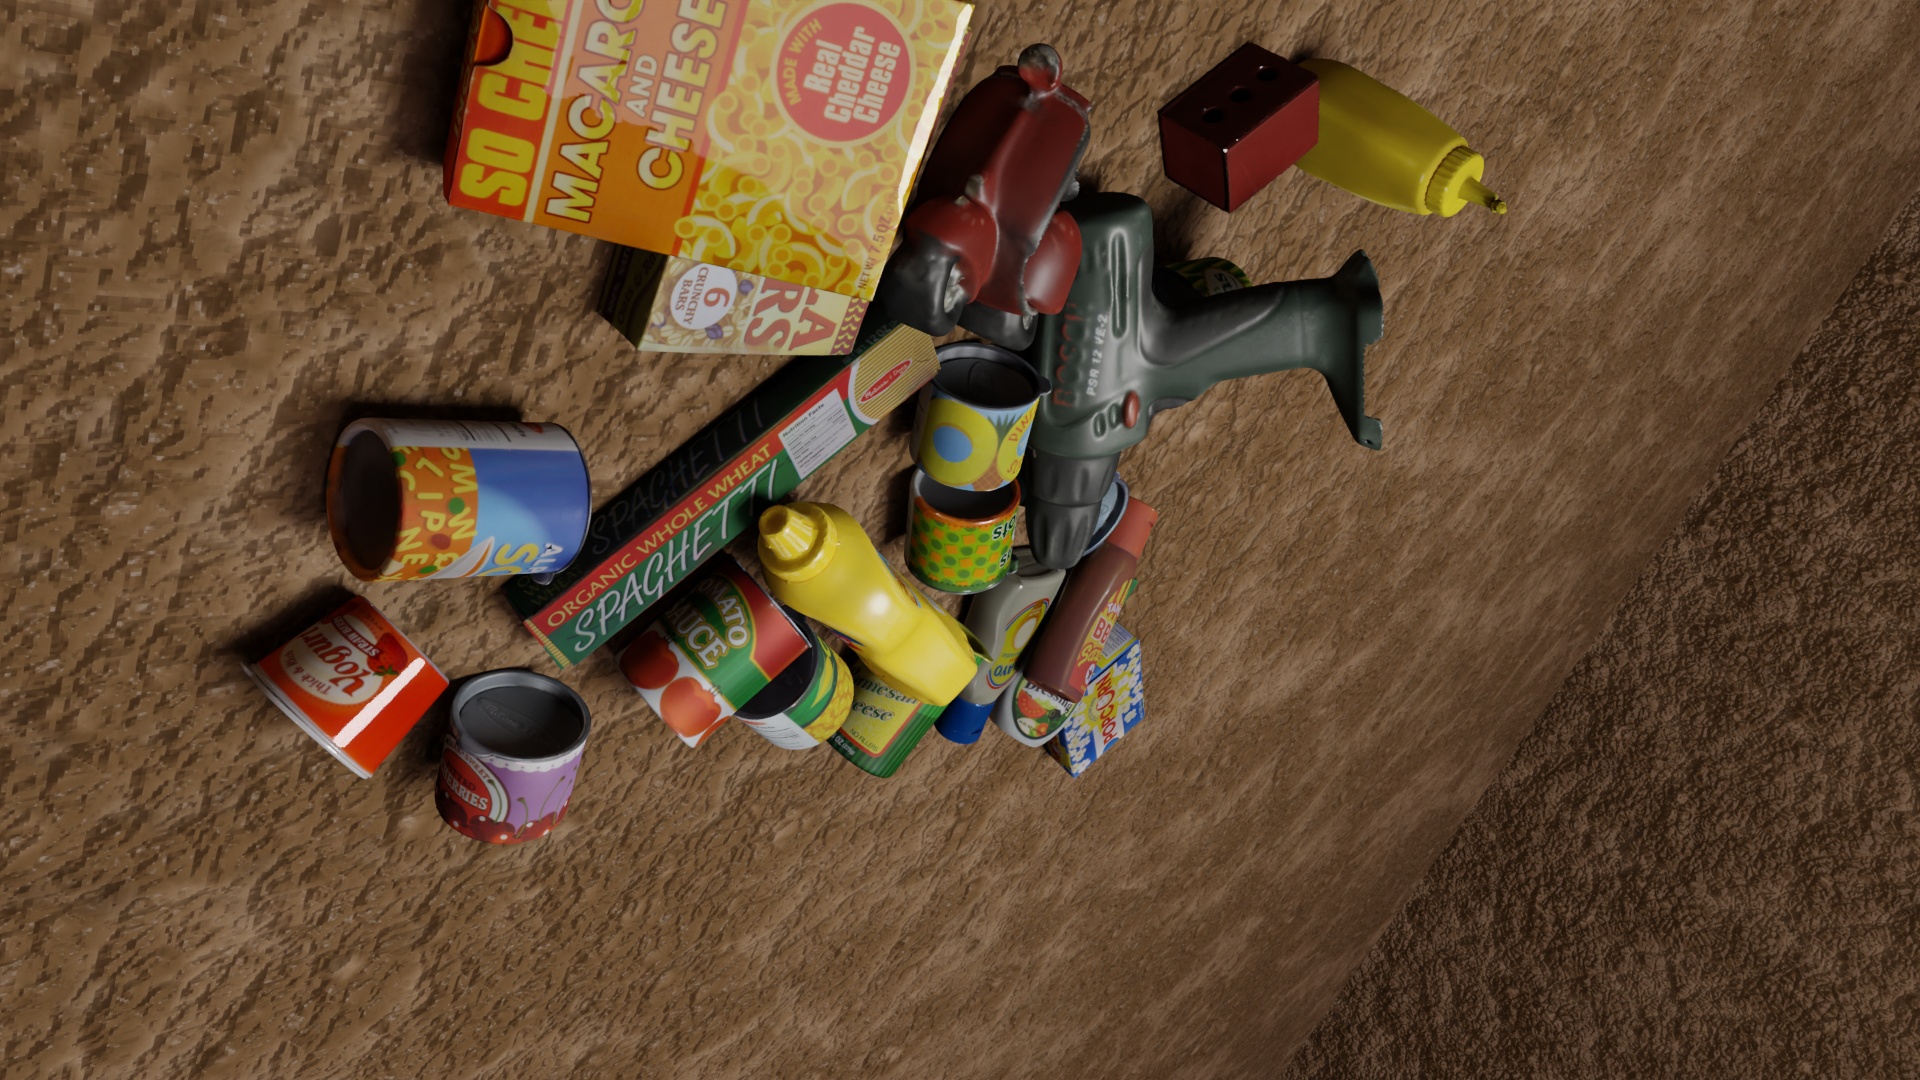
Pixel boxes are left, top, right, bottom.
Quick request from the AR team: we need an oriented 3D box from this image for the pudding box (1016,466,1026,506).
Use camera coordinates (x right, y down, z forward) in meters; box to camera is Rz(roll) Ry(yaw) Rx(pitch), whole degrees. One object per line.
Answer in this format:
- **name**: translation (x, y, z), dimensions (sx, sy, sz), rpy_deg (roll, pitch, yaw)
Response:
- **pudding box**: translation (0.059, -0.061, 0.883), dimensions (0.050, 0.030, 0.083), rpy_deg (9, 117, -55)

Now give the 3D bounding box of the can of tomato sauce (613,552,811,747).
- **can of tomato sauce**: translation (-0.133, 0.058, 0.743), dimensions (0.083, 0.071, 0.071), rpy_deg (-42, 147, -10)

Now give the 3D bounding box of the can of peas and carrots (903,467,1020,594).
- **can of peas and carrots**: translation (0.003, -0.010, 0.831), dimensions (0.071, 0.071, 0.058), rpy_deg (-26, 141, -31)

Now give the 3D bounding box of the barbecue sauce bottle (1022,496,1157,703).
- **barbecue sauce bottle**: translation (0.094, 0.040, 0.986), dimensions (0.149, 0.044, 0.064), rpy_deg (-65, 159, -9)

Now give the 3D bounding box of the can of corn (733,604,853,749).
- **can of corn**: translation (-0.101, 0.080, 0.806), dimensions (0.071, 0.071, 0.058), rpy_deg (-44, 149, -7)

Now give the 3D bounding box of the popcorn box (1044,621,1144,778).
- **popcorn box**: translation (0.106, 0.128, 1.134), dimensions (0.085, 0.038, 0.126), rpy_deg (-38, 146, -18)

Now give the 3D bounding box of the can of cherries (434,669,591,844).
- **can of cherries**: translation (-0.223, 0.107, 0.684), dimensions (0.072, 0.071, 0.058), rpy_deg (-10, 133, -45)

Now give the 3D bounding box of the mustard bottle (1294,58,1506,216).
- **mustard bottle**: translation (0.256, -0.229, 0.821), dimensions (0.049, 0.160, 0.065), rpy_deg (-41, 148, -15)

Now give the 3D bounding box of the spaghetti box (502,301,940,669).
- **spaghetti box**: translation (-0.116, -0.033, 0.702), dimensions (0.251, 0.029, 0.050), rpy_deg (-40, 147, -14)

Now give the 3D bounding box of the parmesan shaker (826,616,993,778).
- **parmesan shaker**: translation (-0.037, 0.095, 0.892), dimensions (0.103, 0.071, 0.071), rpy_deg (-53, 148, 6)

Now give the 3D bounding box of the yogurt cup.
- **yogurt cup**: translation (-0.259, 0.061, 0.596), dimensions (0.054, 0.072, 0.072), rpy_deg (-46, 149, -19)

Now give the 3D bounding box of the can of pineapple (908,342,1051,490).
- **can of pineapple**: translation (0.009, -0.069, 0.778), dimensions (0.071, 0.071, 0.057), rpy_deg (-21, 140, -37)

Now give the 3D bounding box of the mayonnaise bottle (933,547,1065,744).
- **mayonnaise bottle**: translation (0.022, 0.076, 0.972), dimensions (0.065, 0.041, 0.147), rpy_deg (-14, 134, -49)

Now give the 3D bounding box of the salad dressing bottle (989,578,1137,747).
- **salad dressing bottle**: translation (0.078, 0.082, 1.039), dimensions (0.064, 0.044, 0.147), rpy_deg (31, 93, -22)

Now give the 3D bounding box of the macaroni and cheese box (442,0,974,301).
- **macaroni and cheese box**: translation (-0.094, -0.167, 0.514), dimensions (0.167, 0.040, 0.123), rpy_deg (8, 119, -26)

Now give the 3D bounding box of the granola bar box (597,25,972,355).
- **granola bar box**: translation (-0.076, -0.161, 0.605), dimensions (0.124, 0.039, 0.164), rpy_deg (-7, 130, -47)

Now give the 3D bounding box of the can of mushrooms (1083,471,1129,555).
- **can of mushrooms**: translation (0.081, -0.025, 0.945), dimensions (0.071, 0.033, 0.070), rpy_deg (-31, 144, -26)

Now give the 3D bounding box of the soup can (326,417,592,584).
- **soup can**: translation (-0.207, -0.014, 0.574), dimensions (0.084, 0.071, 0.071), rpy_deg (-3, 126, -48)

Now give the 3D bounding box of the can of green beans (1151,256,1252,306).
- **can of green beans**: translation (0.142, -0.141, 0.864), dimensions (0.058, 0.071, 0.071), rpy_deg (-18, 137, -40)
